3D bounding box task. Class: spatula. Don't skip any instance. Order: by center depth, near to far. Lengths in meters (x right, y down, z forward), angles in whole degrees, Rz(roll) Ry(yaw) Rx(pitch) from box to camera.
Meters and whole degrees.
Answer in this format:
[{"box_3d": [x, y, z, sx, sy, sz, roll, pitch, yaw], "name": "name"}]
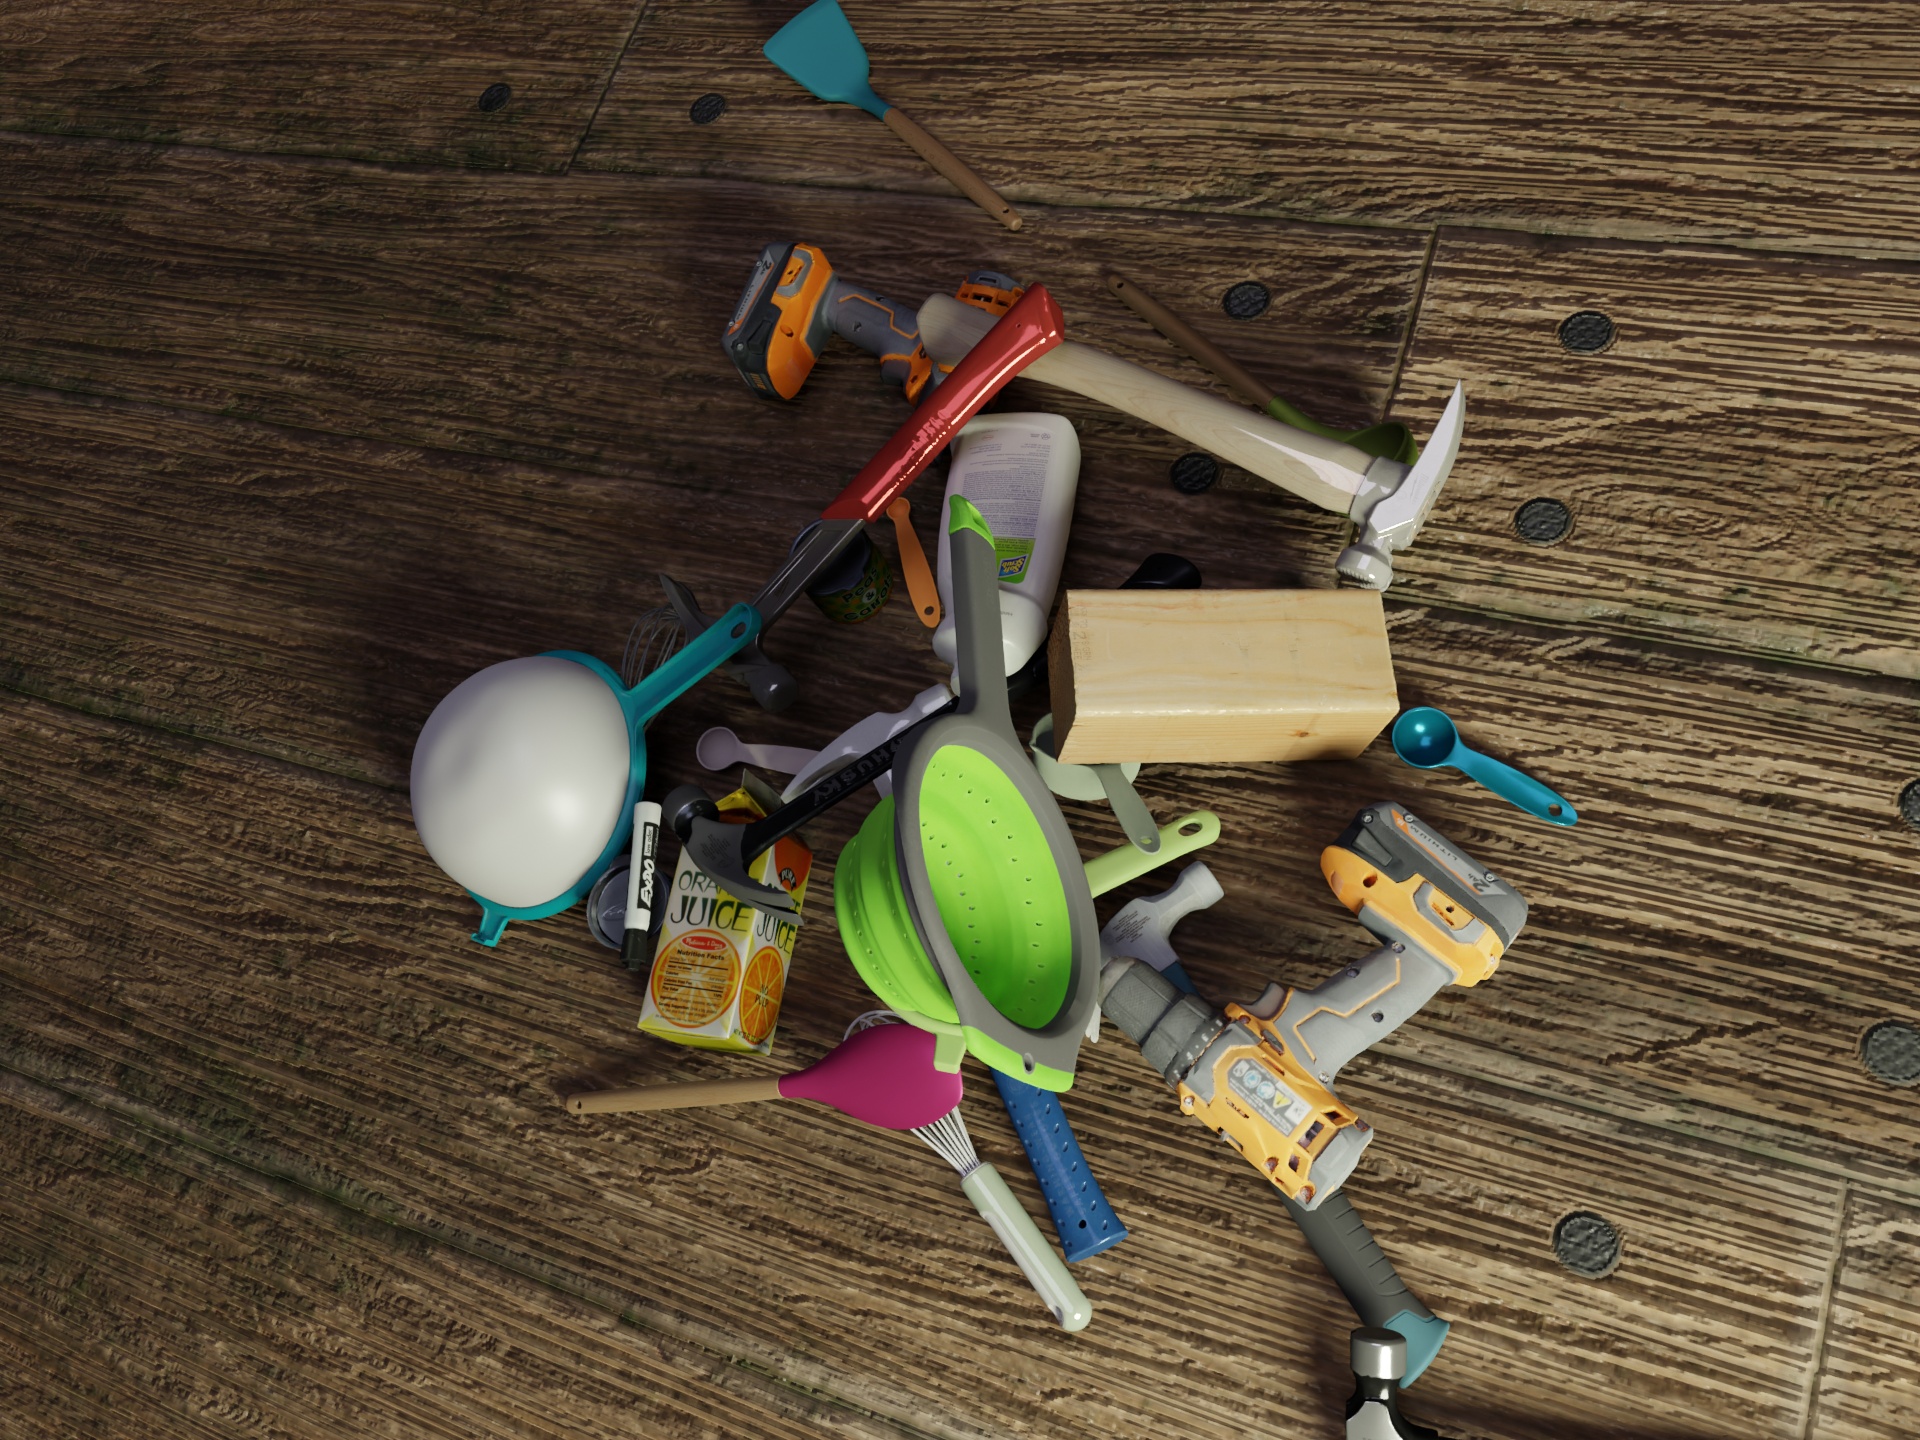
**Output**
[{"box_3d": [-0.050, -0.519, 1.380, 0.082, 0.044, 0.318, -40, 63, -5], "name": "spatula"}]

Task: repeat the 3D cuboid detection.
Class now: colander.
[{"box_3d": [-0.013, 0.036, 0.972, 0.094, 0.204, 0.397, -22, 54, 27], "name": "colander"}]

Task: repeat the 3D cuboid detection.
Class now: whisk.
[{"box_3d": [0.004, 0.288, 1.031, 0.059, 0.057, 0.246, -26, 63, -27], "name": "whisk"}, {"box_3d": [-0.257, 0.018, 1.228, 0.055, 0.055, 0.239, 13, 77, 22], "name": "whisk"}]

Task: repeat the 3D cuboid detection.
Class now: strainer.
[{"box_3d": [0.059, 0.131, 1.039, 0.256, 0.069, 0.152, -24, 51, -17], "name": "strainer"}, {"box_3d": [-0.295, 0.006, 1.169, 0.340, 0.095, 0.211, -35, 62, 21], "name": "strainer"}]

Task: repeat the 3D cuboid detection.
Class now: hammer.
[{"box_3d": [0.377, 0.419, 0.849, 0.335, 0.035, 0.146, 1, 83, 14], "name": "hammer"}, {"box_3d": [0.190, 0.251, 0.991, 0.128, 0.033, 0.331, -35, 62, 1], "name": "hammer"}, {"box_3d": [0.003, 0.169, 1.083, 0.144, 0.035, 0.406, -27, 63, 3], "name": "hammer"}, {"box_3d": [-0.002, -0.004, 1.097, 0.409, 0.036, 0.149, -32, 43, -14], "name": "hammer"}, {"box_3d": [0.146, -0.234, 1.127, 0.411, 0.038, 0.146, 28, 90, 25], "name": "hammer"}, {"box_3d": [-0.063, -0.180, 1.163, 0.359, 0.036, 0.149, -47, 63, 8], "name": "hammer"}]

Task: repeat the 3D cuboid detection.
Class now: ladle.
[{"box_3d": [0.211, -0.255, 1.179, 0.078, 0.062, 0.320, -45, 60, 4], "name": "ladle"}]

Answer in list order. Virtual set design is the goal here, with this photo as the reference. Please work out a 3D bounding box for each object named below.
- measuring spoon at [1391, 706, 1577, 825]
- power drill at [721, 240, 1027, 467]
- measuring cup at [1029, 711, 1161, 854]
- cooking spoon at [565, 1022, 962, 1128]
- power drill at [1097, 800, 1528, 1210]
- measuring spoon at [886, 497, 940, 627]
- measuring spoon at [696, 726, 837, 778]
[{"box_3d": [0.342, 0.035, 1.042, 0.129, 0.021, 0.042, 31, 81, 17], "name": "measuring spoon"}, {"box_3d": [-0.071, -0.293, 1.275, 0.226, 0.084, 0.164, 16, 74, 19], "name": "power drill"}, {"box_3d": [0.099, 0.049, 1.064, 0.083, 0.038, 0.168, -10, 36, -11], "name": "measuring cup"}, {"box_3d": [-0.141, 0.250, 1.077, 0.319, 0.017, 0.069, -11, 85, 26], "name": "cooking spoon"}, {"box_3d": [0.210, 0.154, 0.973, 0.185, 0.084, 0.226, 38, 75, 21], "name": "power drill"}, {"box_3d": [-0.035, -0.122, 1.233, 0.021, 0.011, 0.117, -21, 67, 10], "name": "measuring spoon"}, {"box_3d": [-0.140, 0.030, 1.204, 0.124, 0.018, 0.034, 9, 77, 14], "name": "measuring spoon"}]
